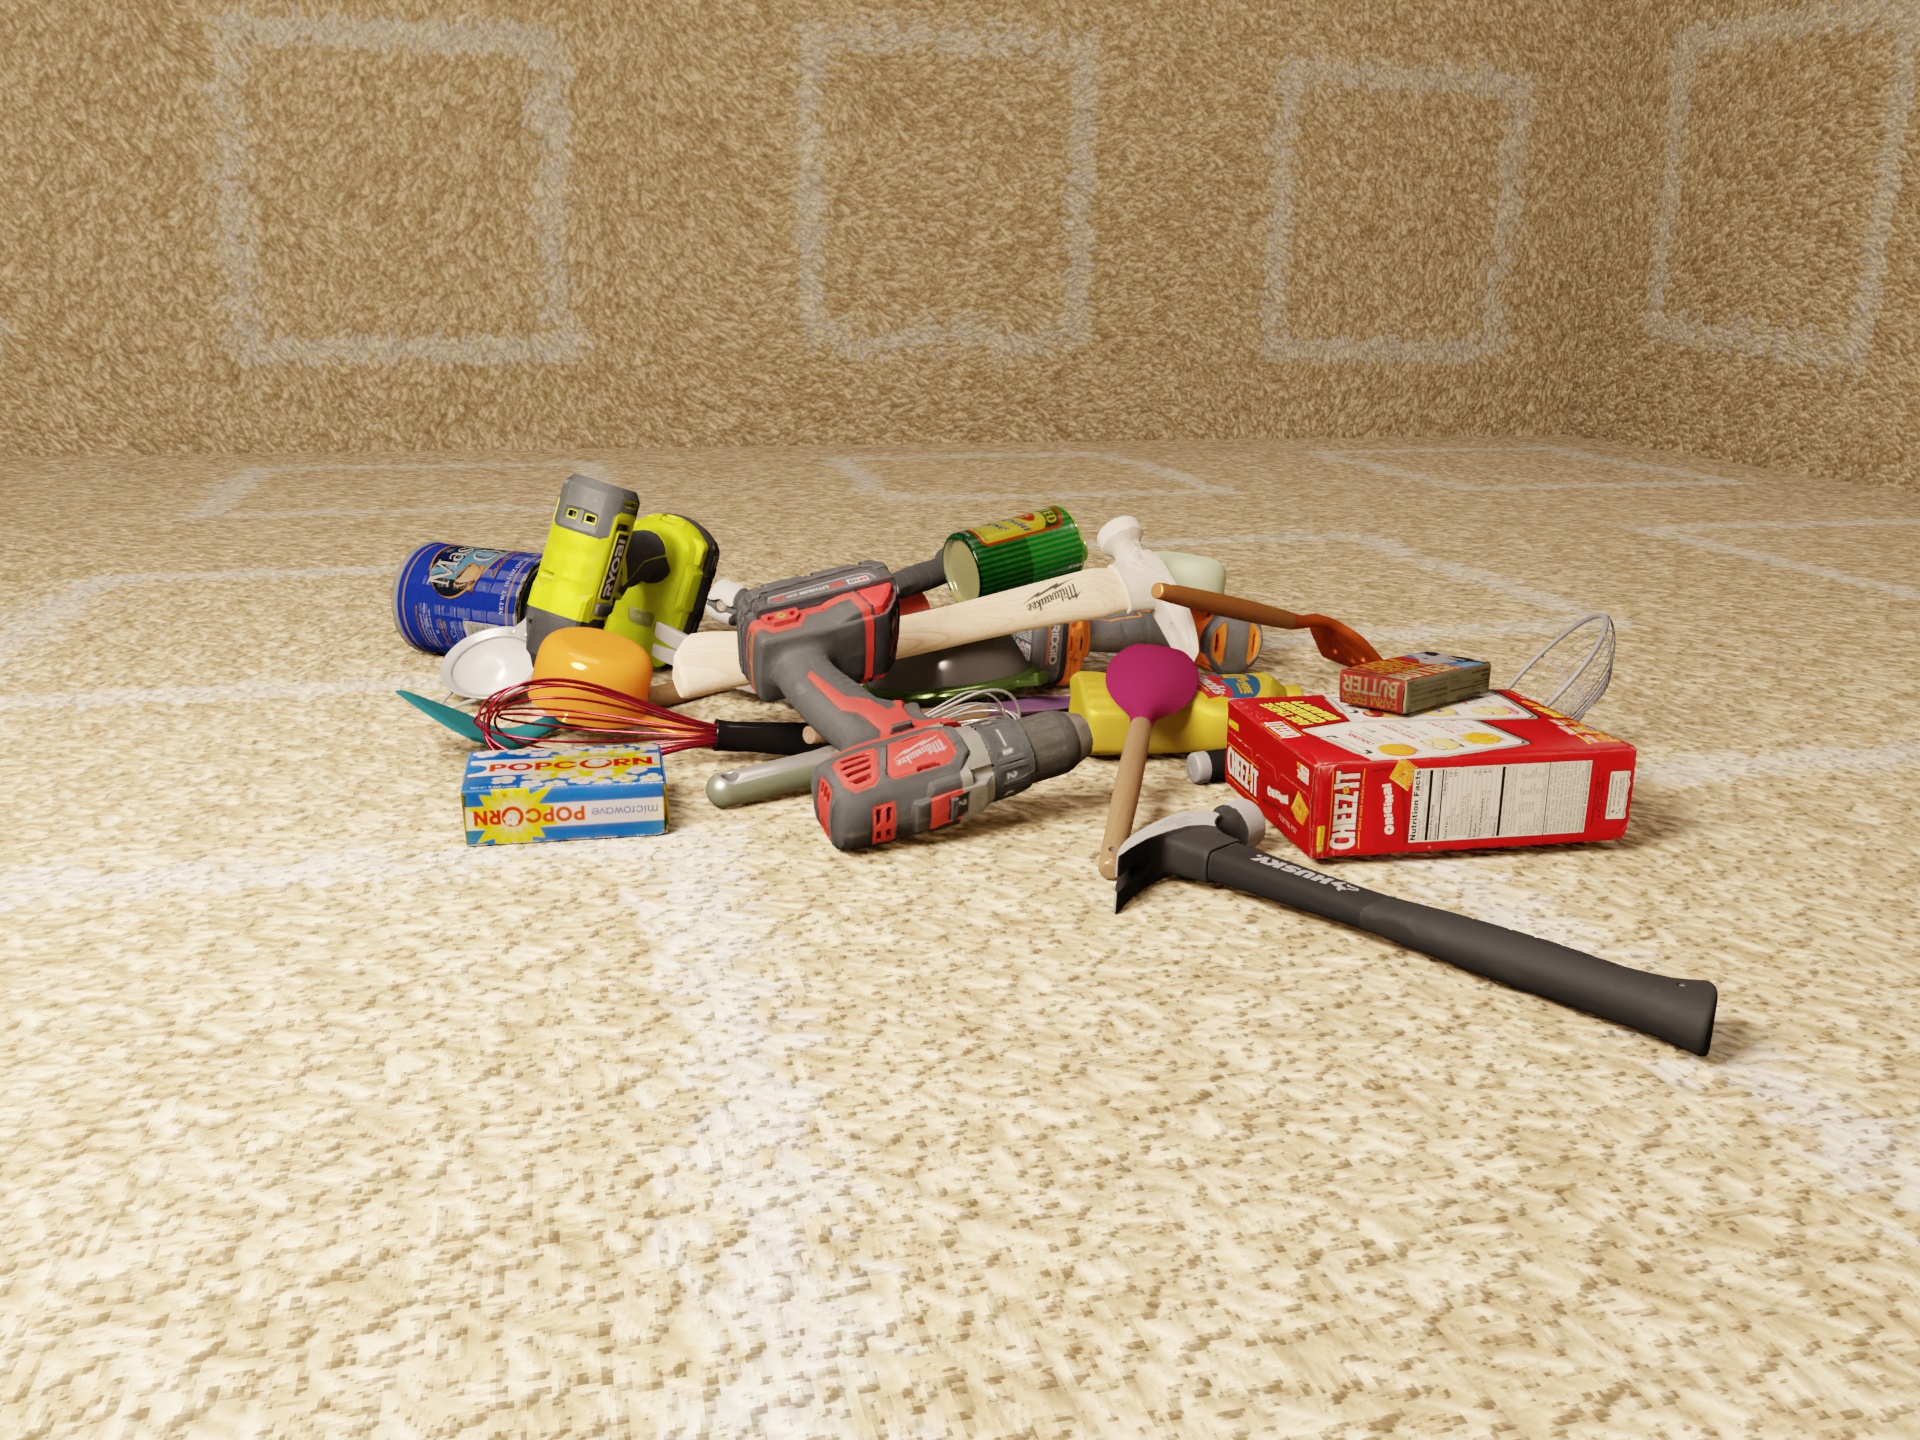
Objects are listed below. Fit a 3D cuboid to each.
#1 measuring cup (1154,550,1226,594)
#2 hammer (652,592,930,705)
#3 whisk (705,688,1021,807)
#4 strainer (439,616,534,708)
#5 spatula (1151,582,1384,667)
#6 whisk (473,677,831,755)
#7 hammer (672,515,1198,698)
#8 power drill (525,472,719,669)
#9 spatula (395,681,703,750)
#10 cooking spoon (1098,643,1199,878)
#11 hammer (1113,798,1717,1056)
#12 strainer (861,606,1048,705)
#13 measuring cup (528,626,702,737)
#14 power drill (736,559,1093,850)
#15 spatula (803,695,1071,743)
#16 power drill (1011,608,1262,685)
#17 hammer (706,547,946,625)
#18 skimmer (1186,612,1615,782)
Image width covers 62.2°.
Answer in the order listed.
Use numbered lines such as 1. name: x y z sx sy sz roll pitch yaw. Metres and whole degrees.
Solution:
1. measuring cup: 0.189 -0.140 1.452 0.083 0.038 0.168 5 14 -13
2. hammer: -0.128 -0.083 1.464 0.149 0.036 0.359 20 20 17
3. whisk: -0.062 0.023 1.113 0.246 0.059 0.058 -14 31 -28
4. strainer: -0.356 -0.092 1.348 0.087 0.050 0.259 16 56 18
5. spatula: 0.260 -0.077 1.329 0.322 0.041 0.081 7 11 -45
6. whisk: -0.195 0.010 1.139 0.295 0.073 0.073 3 15 -16
7. hammer: -0.015 -0.064 1.227 0.410 0.038 0.146 -12 59 -20
8. power drill: -0.287 -0.107 1.328 0.080 0.171 0.223 18 5 10
9. spatula: -0.284 -0.016 1.242 0.082 0.044 0.317 27 26 31
10. cooking spoon: 0.120 0.016 1.080 0.069 0.017 0.319 8 29 9
11. hammer: 0.232 0.108 0.848 0.146 0.035 0.335 -13 21 -42
12. strainer: -0.015 -0.068 1.357 0.151 0.069 0.256 -7 11 -2
13. measuring cup: -0.235 -0.023 1.190 0.173 0.052 0.095 16 19 4
14. power drill: -0.037 -0.015 1.067 0.188 0.080 0.227 -16 43 -21
15. spatula: -0.002 -0.004 1.222 0.060 0.018 0.315 8 10 41
16. power drill: 0.137 -0.085 1.445 0.226 0.084 0.164 -2 15 -24
17. hammer: -0.072 -0.122 1.503 0.149 0.036 0.409 21 20 18
18. skimmer: 0.329 -0.016 1.186 0.363 0.090 0.127 -7 -15 -18
